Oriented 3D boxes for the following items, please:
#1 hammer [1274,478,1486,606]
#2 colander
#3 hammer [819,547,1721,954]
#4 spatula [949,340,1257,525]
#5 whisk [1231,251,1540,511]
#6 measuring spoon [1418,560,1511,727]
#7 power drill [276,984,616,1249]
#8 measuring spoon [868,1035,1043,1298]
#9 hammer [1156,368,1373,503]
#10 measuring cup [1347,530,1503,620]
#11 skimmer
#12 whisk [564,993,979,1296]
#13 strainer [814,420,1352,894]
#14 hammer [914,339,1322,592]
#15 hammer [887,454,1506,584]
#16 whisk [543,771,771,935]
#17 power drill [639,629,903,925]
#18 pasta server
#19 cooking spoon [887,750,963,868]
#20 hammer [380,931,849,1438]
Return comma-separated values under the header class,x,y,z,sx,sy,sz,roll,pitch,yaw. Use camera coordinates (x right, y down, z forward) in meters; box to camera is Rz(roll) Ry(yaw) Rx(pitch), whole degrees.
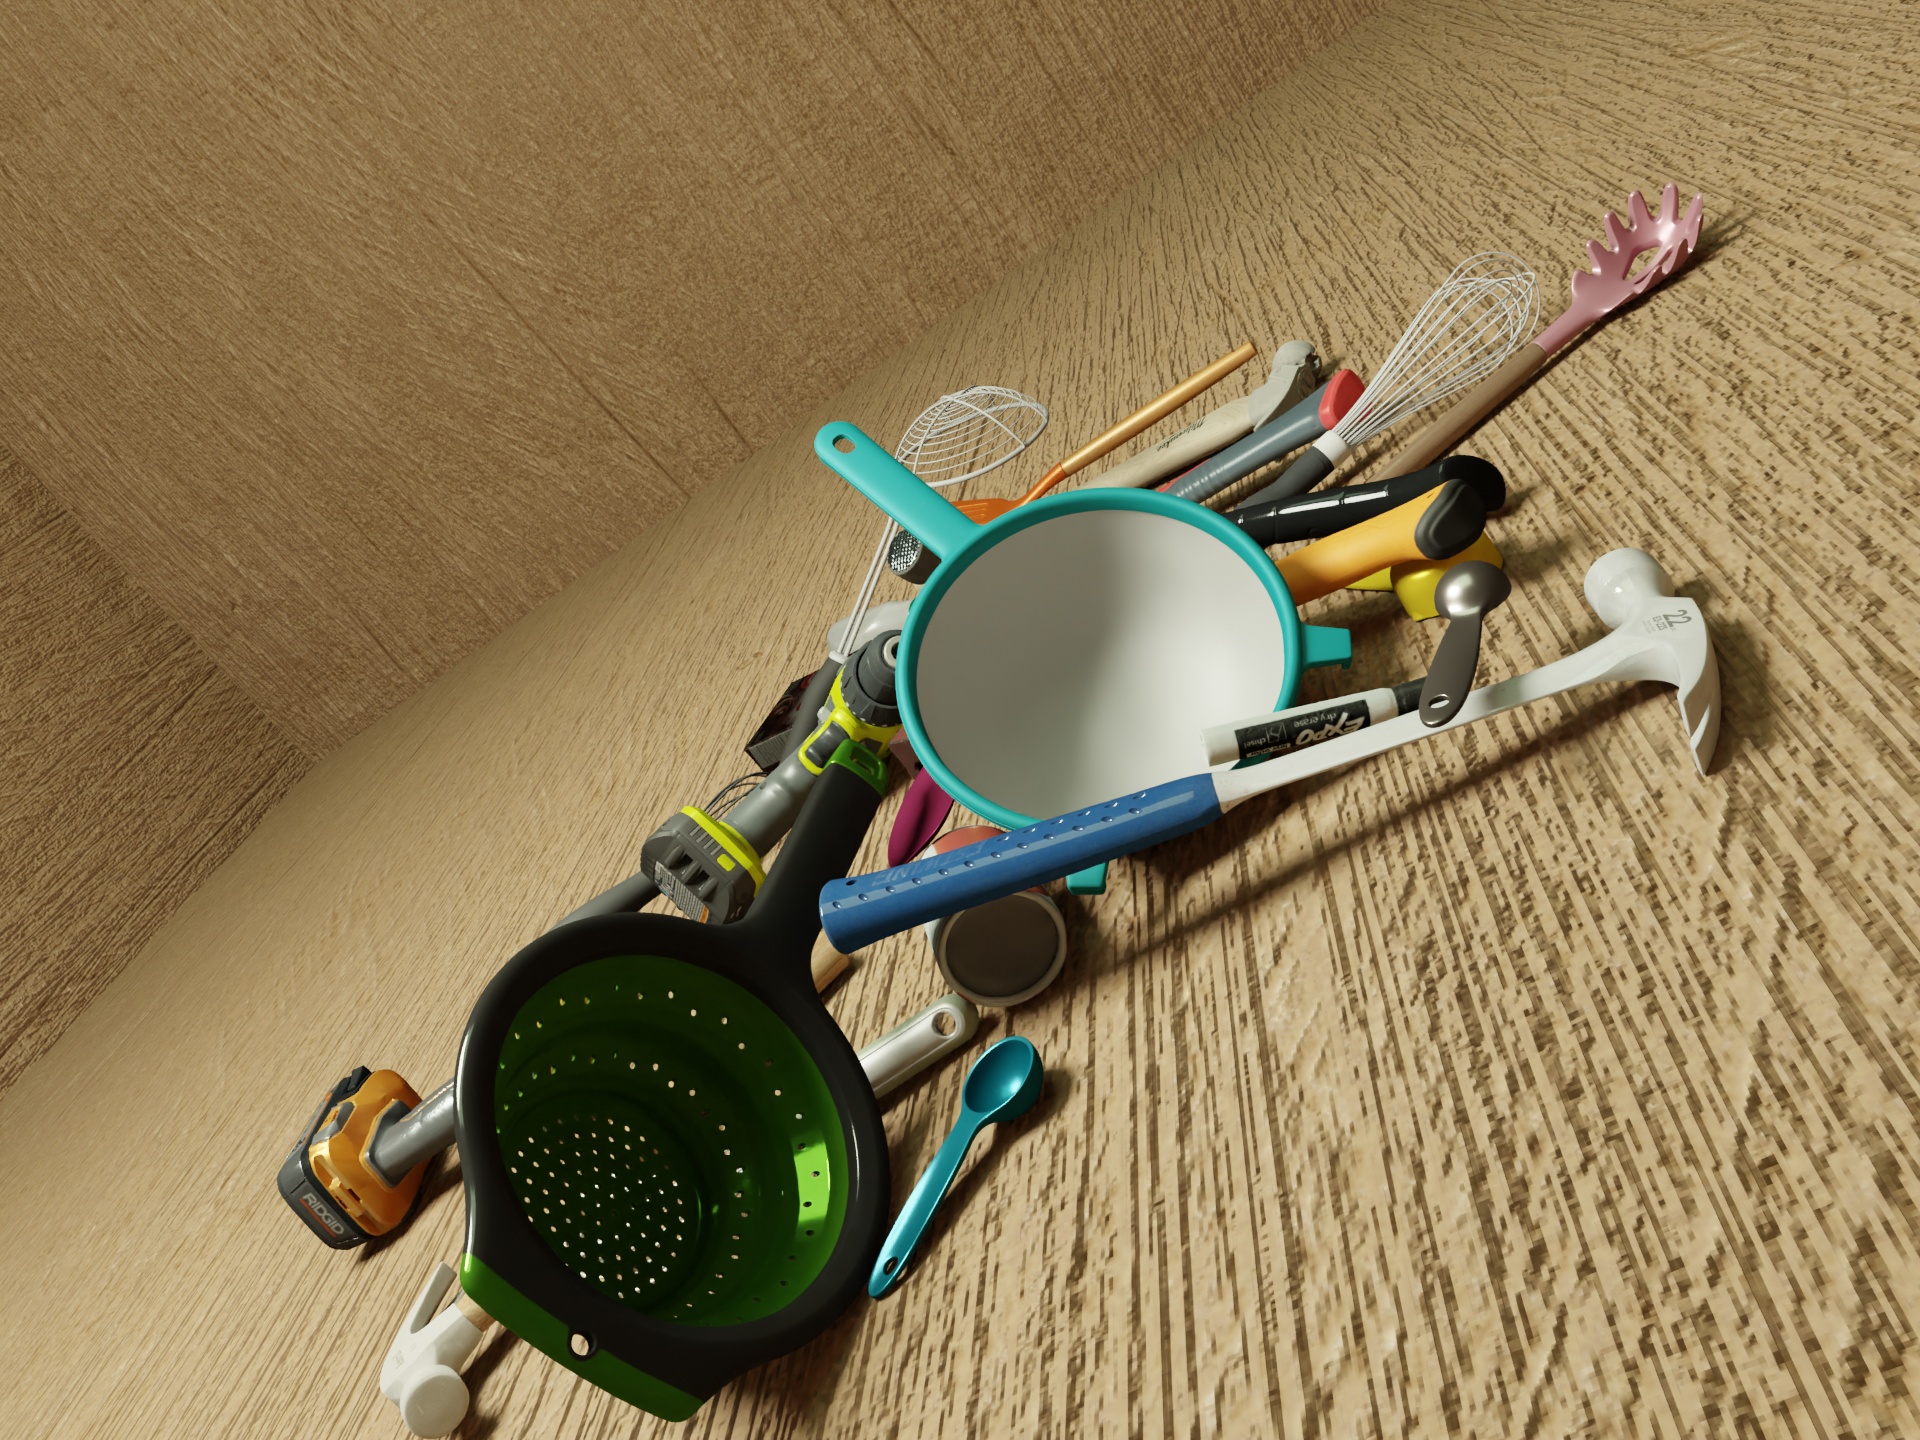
class,x,y,z,sx,sy,sz,roll,pitch,yaw
hammer,0.162,-0.069,0.926,0.337,0.034,0.127,-24,23,51
colander,-0.119,0.148,0.762,0.094,0.204,0.397,-45,13,35
hammer,0.124,0.031,0.703,0.405,0.035,0.144,-20,24,14
spatula,0.103,-0.231,1.337,0.322,0.041,0.081,-30,22,22
whisk,0.271,-0.203,1.059,0.284,0.070,0.070,-42,19,3
measuring spoon,0.212,-0.037,0.684,0.034,0.018,0.124,-10,29,32
power drill,-0.332,0.243,1.087,0.226,0.084,0.185,-31,18,10
measuring spoon,0.001,0.197,0.695,0.042,0.021,0.129,-5,46,56
hammer,0.134,-0.155,1.204,0.386,0.038,0.143,-29,19,29
measuring cup,0.238,-0.090,0.894,0.062,0.029,0.157,-42,21,-12
skimmer,-0.045,-0.095,1.238,0.127,0.090,0.363,33,102,57
whisk,-0.096,0.208,0.791,0.246,0.058,0.059,-33,-11,1
strainer,0.036,-0.052,0.886,0.211,0.095,0.341,-41,60,-11
hammer,0.112,-0.186,1.338,0.410,0.038,0.146,-23,25,37
hammer,0.145,-0.112,1.012,0.409,0.149,0.036,-6,69,43
whisk,-0.211,0.107,1.156,0.239,0.055,0.055,-36,14,-37
power drill,-0.110,0.036,1.090,0.228,0.080,0.190,-46,-3,-20
pasta server,0.341,-0.220,0.998,0.316,0.040,0.060,-40,45,-2
cooking spoon,-0.002,-0.003,0.979,0.068,0.017,0.319,-48,13,26
hammer,-0.184,0.241,0.881,0.331,0.031,0.130,-45,14,-24
